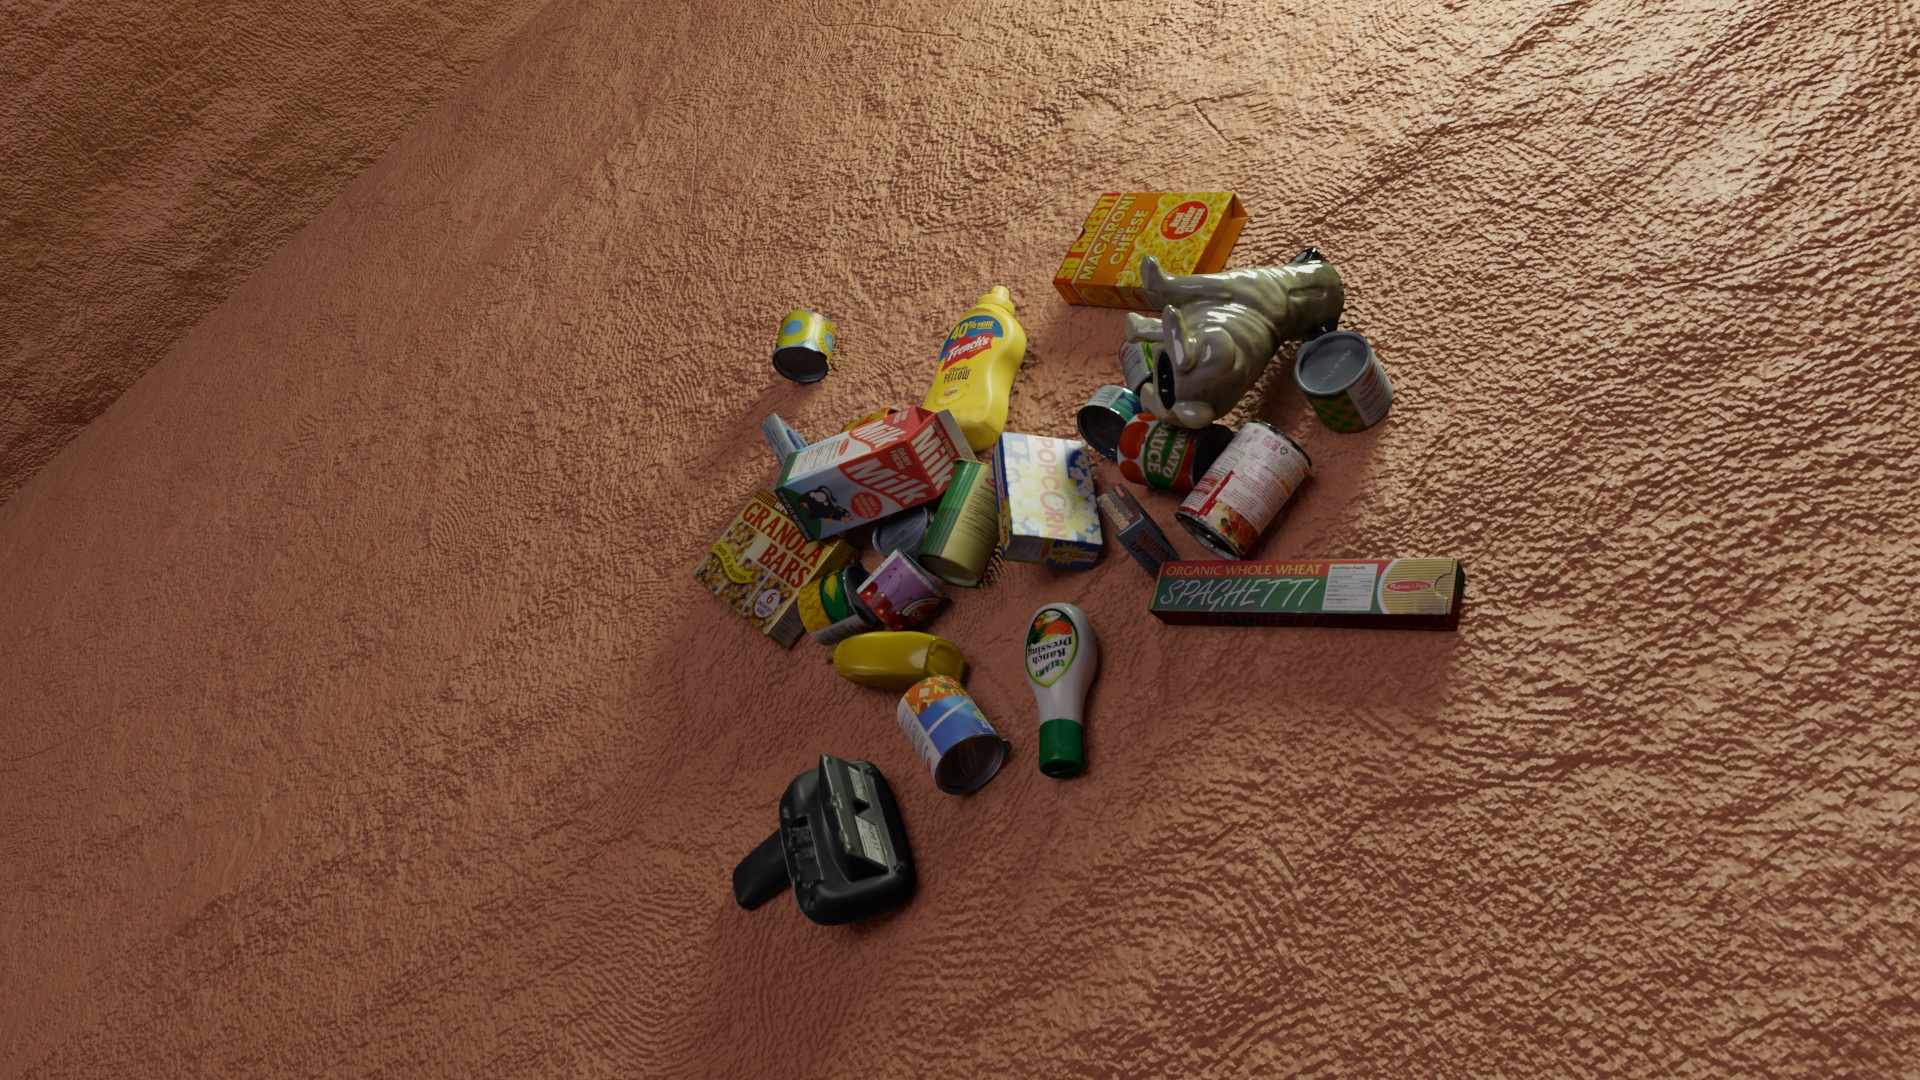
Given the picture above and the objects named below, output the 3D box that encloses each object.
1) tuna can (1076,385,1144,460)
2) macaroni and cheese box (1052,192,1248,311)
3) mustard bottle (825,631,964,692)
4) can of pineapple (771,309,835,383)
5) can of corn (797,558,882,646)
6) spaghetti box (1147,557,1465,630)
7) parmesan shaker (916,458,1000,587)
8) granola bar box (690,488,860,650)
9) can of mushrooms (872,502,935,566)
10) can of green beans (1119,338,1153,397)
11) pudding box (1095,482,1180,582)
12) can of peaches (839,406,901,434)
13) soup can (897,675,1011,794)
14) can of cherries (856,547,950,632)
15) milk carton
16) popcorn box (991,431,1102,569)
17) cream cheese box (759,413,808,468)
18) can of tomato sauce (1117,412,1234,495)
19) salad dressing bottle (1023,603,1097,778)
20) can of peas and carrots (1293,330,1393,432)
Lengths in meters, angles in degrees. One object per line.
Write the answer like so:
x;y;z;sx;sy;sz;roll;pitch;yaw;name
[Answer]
0.144;-0.106;1.274;0.071;0.070;0.033;11;50;42;tuna can
0.189;-0.293;1.400;0.166;0.040;0.124;13;67;42;macaroni and cheese box
-0.071;0.111;1.285;0.160;0.065;0.049;0;64;42;mustard bottle
-0.180;-0.226;1.615;0.071;0.071;0.058;-14;52;30;can of pineapple
-0.117;0.061;1.353;0.058;0.071;0.071;-25;47;22;can of corn
0.268;0.041;1.099;0.250;0.028;0.050;-1;59;37;spaghetti box
0.005;-0.016;1.314;0.071;0.071;0.103;6;64;40;parmesan shaker
-0.195;0.027;1.458;0.124;0.039;0.166;-53;43;-7;granola bar box
-0.052;-0.007;1.377;0.071;0.033;0.071;-20;49;26;can of mushrooms
0.184;-0.156;1.283;0.071;0.071;0.058;-26;48;21;can of green beans
0.152;-0.006;1.183;0.030;0.083;0.050;-35;44;11;pudding box
-0.083;-0.098;1.446;0.058;0.071;0.071;-21;49;24;can of peaches
-0.006;0.165;1.193;0.071;0.071;0.084;-43;43;4;soup can
-0.054;0.051;1.314;0.058;0.071;0.072;-46;43;1;can of cherries
-0.081;-0.071;1.378;0.190;0.072;0.074;-20;29;19;milk carton
0.077;-0.038;1.264;0.038;0.085;0.127;112;159;-48;popcorn box
-0.183;-0.094;1.528;0.024;0.053;0.104;-42;43;8;cream cheese box
0.188;-0.076;1.217;0.083;0.071;0.071;16;70;44;can of tomato sauce
0.084;0.125;1.167;0.064;0.044;0.148;-20;49;27;salad dressing bottle
0.320;-0.133;1.167;0.071;0.058;0.071;-21;48;25;can of peas and carrots
